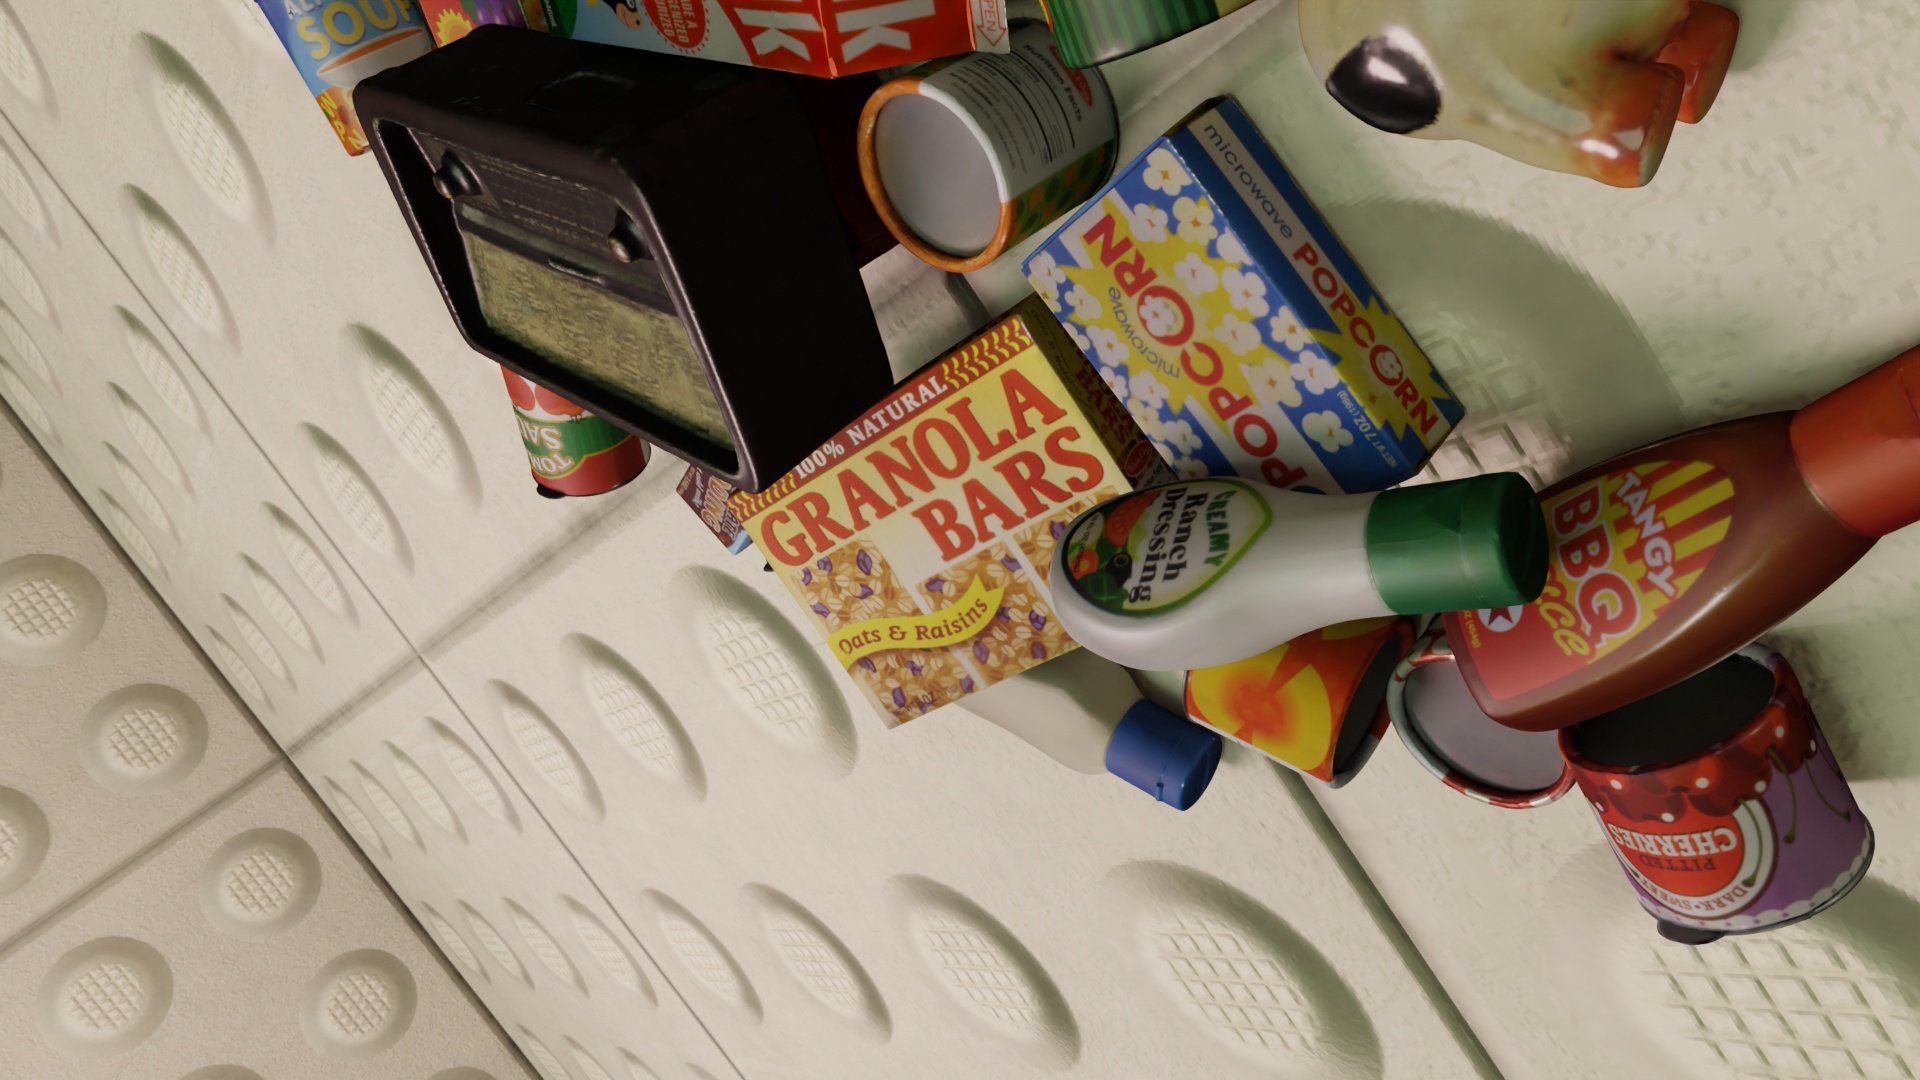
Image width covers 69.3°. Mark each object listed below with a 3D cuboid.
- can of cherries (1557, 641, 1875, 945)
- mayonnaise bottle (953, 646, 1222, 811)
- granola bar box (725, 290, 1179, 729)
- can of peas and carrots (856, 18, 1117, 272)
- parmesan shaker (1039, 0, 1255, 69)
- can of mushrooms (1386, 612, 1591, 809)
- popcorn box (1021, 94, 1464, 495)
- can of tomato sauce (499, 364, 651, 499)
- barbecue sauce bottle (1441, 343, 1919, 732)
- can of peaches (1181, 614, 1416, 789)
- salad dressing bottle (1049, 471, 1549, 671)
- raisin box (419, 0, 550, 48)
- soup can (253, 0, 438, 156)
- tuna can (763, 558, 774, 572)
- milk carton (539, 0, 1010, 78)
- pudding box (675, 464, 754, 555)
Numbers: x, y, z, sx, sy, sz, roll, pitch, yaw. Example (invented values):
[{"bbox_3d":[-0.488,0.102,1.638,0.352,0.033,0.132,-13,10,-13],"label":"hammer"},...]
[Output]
[{"bbox_3d":[0.215,0.071,0.401,0.071,0.072,0.058,-15,110,53],"label":"can of cherries"},{"bbox_3d":[0.045,0.070,0.624,0.148,0.041,0.064,27,141,29],"label":"mayonnaise bottle"},{"bbox_3d":[0.002,-0.007,0.554,0.165,0.039,0.124,-28,101,35],"label":"granola bar box"},{"bbox_3d":[0.007,-0.129,0.460,0.071,0.059,0.070,30,141,28],"label":"can of peas and carrots"},{"bbox_3d":[0.037,-0.183,0.361,0.071,0.071,0.102,1,123,48],"label":"parmesan shaker"},{"bbox_3d":[0.180,0.054,0.460,0.071,0.033,0.070,30,141,28],"label":"can of mushrooms"},{"bbox_3d":[0.087,-0.066,0.447,0.126,0.038,0.085,52,145,-3],"label":"popcorn box"},{"bbox_3d":[-0.209,-0.075,0.749,0.071,0.071,0.082,28,140,29],"label":"can of tomato sauce"},{"bbox_3d":[0.198,-0.001,0.368,0.148,0.044,0.065,-41,46,49],"label":"barbecue sauce bottle"},{"bbox_3d":[0.120,0.044,0.490,0.058,0.071,0.071,25,139,32],"label":"can of peaches"},{"bbox_3d":[0.097,0.007,0.419,0.147,0.064,0.044,-8,137,41],"label":"salad dressing bottle"},{"bbox_3d":[-0.189,-0.199,0.635,0.086,0.040,0.122,18,136,39],"label":"raisin box"},{"bbox_3d":[-0.295,-0.243,0.690,0.071,0.072,0.083,-1,122,49],"label":"soup can"},{"bbox_3d":[-0.069,-0.017,0.643,0.071,0.071,0.032,-2,119,50],"label":"tuna can"},{"bbox_3d":[-0.062,-0.203,0.455,0.191,0.074,0.072,21,136,36],"label":"milk carton"},{"bbox_3d":[-0.111,-0.032,0.714,0.049,0.030,0.083,48,146,1],"label":"pudding box"}]
